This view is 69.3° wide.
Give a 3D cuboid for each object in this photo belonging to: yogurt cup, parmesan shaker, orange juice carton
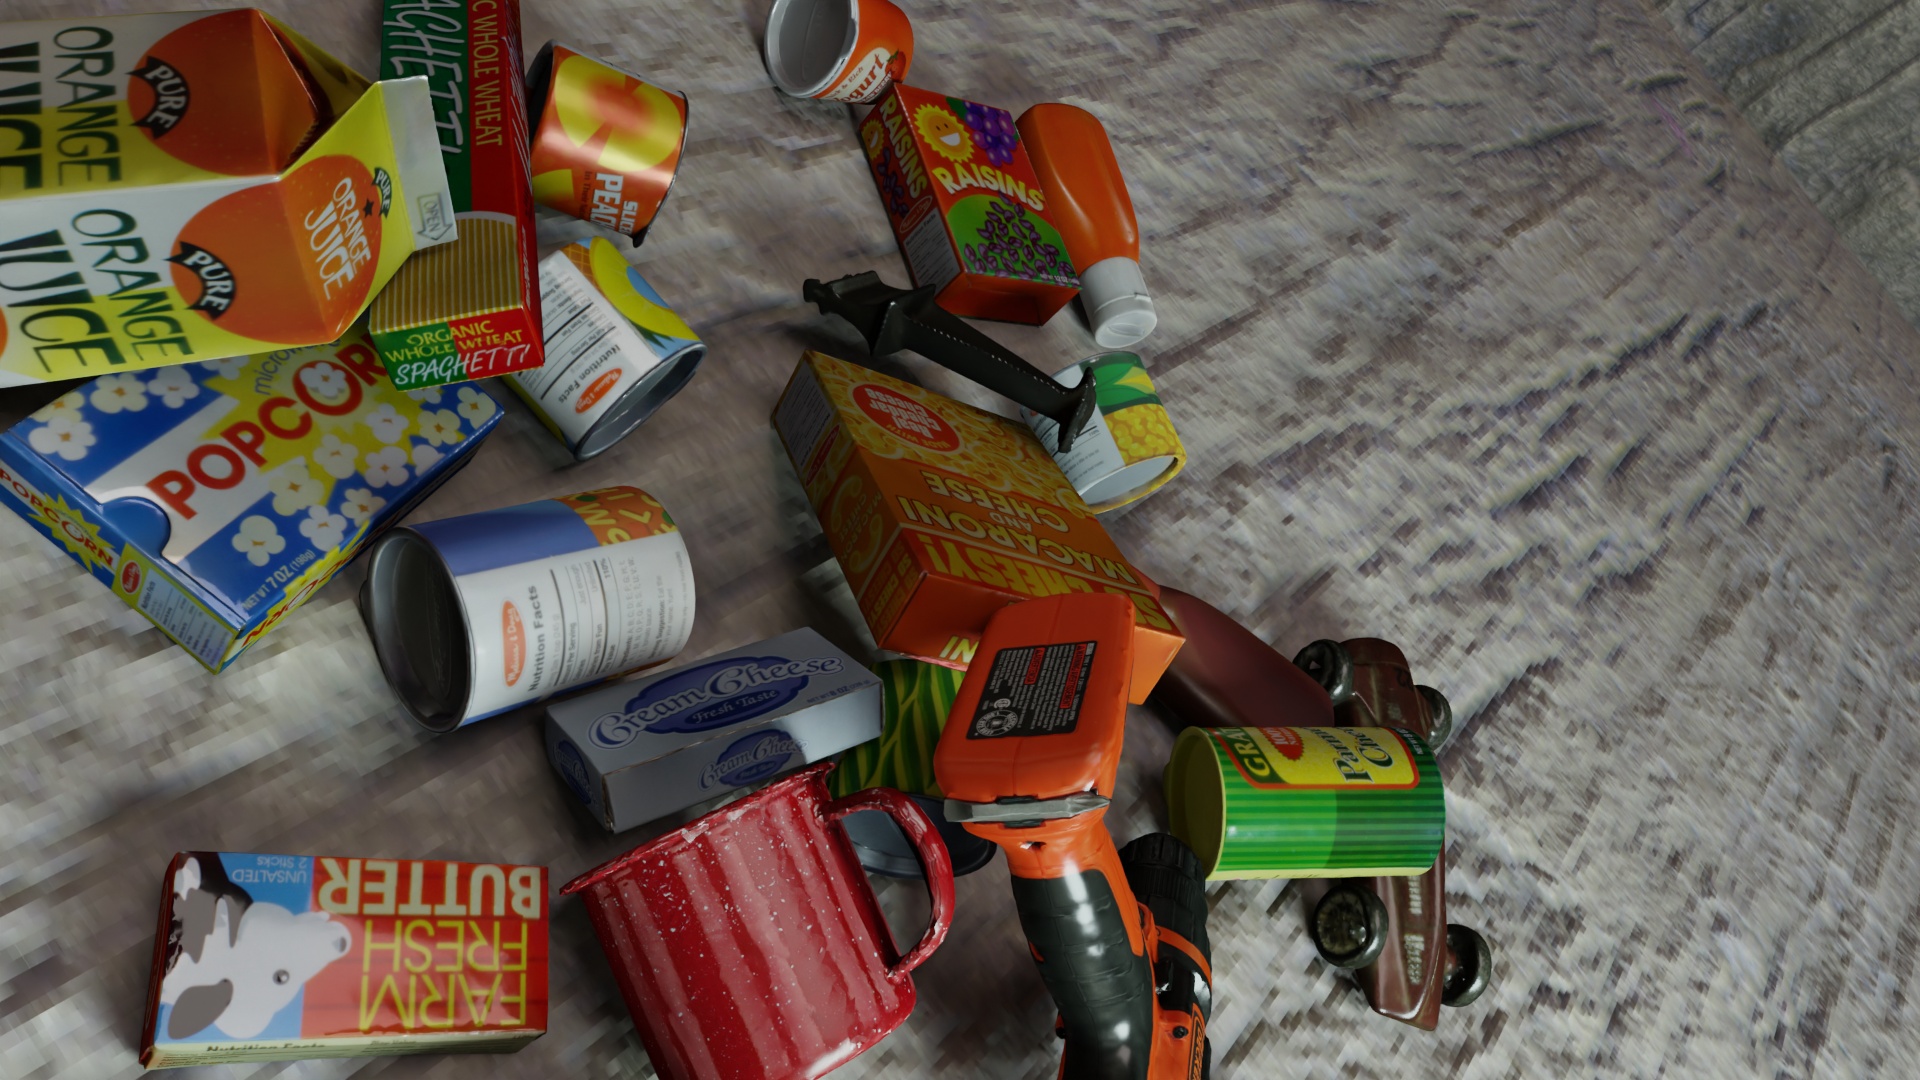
[{"bbox_3d":[-0.062,-0.262,0.730,0.054,0.072,0.072,-1,62,-50],"label":"yogurt cup"},{"bbox_3d":[0.150,0.114,0.613,0.103,0.071,0.071,1,58,-12],"label":"parmesan shaker"},{"bbox_3d":[-0.247,-0.097,0.395,0.193,0.071,0.073,-12,62,-19],"label":"orange juice carton"}]

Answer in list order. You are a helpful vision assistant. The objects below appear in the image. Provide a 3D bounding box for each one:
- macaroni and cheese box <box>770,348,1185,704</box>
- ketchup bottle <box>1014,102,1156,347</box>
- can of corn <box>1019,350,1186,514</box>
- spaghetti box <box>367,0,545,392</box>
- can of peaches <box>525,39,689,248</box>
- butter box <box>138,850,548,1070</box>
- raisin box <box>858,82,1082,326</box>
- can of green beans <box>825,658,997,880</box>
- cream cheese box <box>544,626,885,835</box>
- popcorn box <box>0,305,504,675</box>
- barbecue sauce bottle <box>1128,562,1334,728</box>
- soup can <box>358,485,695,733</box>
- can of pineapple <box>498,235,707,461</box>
[{"bbox_3d":[0.002,-0.007,0.572,0.124,0.040,0.167,15,27,-32],"label":"macaroni and cheese box"},{"bbox_3d":[0.074,-0.182,0.801,0.065,0.043,0.149,5,59,-37],"label":"ketchup bottle"},{"bbox_3d":[0.073,-0.052,0.690,0.071,0.071,0.058,-7,67,-43],"label":"can of corn"},{"bbox_3d":[-0.190,-0.153,0.522,0.050,0.028,0.251,-11,51,-8],"label":"spaghetti box"},{"bbox_3d":[-0.154,-0.165,0.581,0.058,0.071,0.071,16,52,-32],"label":"can of peaches"},{"bbox_3d":[-0.171,0.119,0.395,0.103,0.024,0.053,11,55,-34],"label":"butter box"},{"bbox_3d":[0.005,-0.179,0.744,0.086,0.040,0.123,-2,64,-40],"label":"raisin box"},{"bbox_3d":[-0.017,0.085,0.517,0.071,0.071,0.058,27,46,-23],"label":"can of green beans"},{"bbox_3d":[-0.083,0.062,0.475,0.104,0.024,0.053,-16,28,-33],"label":"cream cheese box"},{"bbox_3d":[-0.222,-0.030,0.448,0.085,0.038,0.127,43,42,-9],"label":"popcorn box"},{"bbox_3d":[0.111,0.056,0.663,0.148,0.043,0.065,36,39,-14],"label":"barbecue sauce bottle"},{"bbox_3d":[-0.143,0.019,0.461,0.084,0.071,0.071,-16,72,-46],"label":"soup can"},{"bbox_3d":[-0.140,-0.073,0.528,0.058,0.070,0.071,48,42,-2],"label":"can of pineapple"}]
